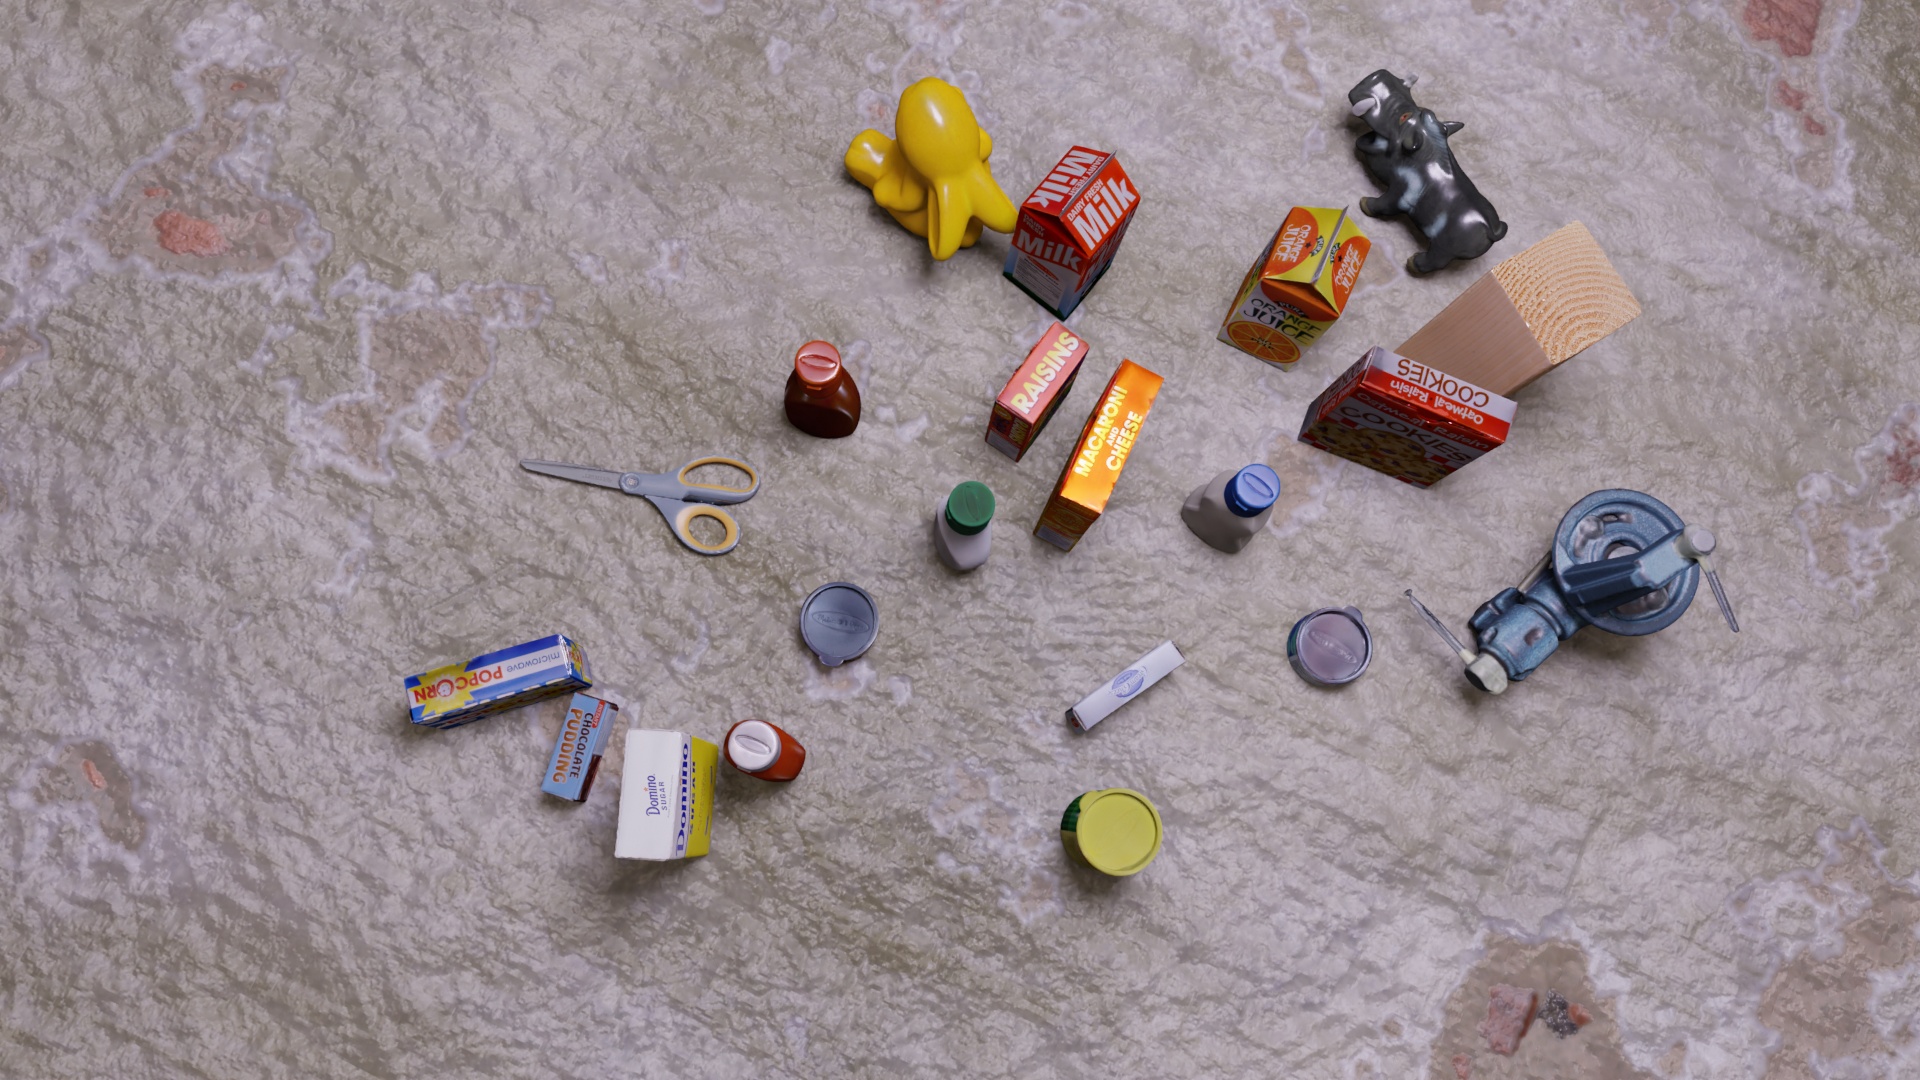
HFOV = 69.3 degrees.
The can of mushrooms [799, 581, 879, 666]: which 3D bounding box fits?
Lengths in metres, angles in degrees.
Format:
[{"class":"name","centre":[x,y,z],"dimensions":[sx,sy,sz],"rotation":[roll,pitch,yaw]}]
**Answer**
[{"class":"can of mushrooms","centre":[-0.102,0.072,1.164],"dimensions":[0.071,0.033,0.071],"rotation":[1,79,-4]}]

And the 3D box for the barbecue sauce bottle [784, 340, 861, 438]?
[{"class":"barbecue sauce bottle","centre":[-0.115,-0.124,1.144],"dimensions":[0.065,0.148,0.044],"rotation":[11,79,-1]}]

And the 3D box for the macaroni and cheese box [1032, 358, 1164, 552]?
[{"class":"macaroni and cheese box","centre":[0.109,-0.065,1.138],"dimensions":[0.040,0.166,0.124],"rotation":[26,79,1]}]

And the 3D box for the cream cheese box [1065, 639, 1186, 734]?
[{"class":"cream cheese box","centre":[0.136,0.122,1.159],"dimensions":[0.104,0.053,0.024],"rotation":[-34,83,-9]}]

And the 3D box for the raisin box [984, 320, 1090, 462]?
[{"class":"raisin box","centre":[0.063,-0.123,1.168],"dimensions":[0.040,0.123,0.086],"rotation":[36,79,3]}]

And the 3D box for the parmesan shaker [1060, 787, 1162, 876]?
[{"class":"parmesan shaker","centre":[0.117,0.230,1.111],"dimensions":[0.071,0.103,0.071],"rotation":[1,79,-4]}]

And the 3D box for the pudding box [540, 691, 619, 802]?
[{"class":"pudding box","centre":[-0.307,0.168,1.123],"dimensions":[0.030,0.049,0.084],"rotation":[17,78,0]}]

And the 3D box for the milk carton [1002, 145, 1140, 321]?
[{"class":"milk carton","centre":[0.093,-0.261,1.163],"dimensions":[0.073,0.190,0.072],"rotation":[39,79,4]}]

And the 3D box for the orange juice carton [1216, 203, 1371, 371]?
[{"class":"orange juice carton","centre":[0.283,-0.215,1.166],"dimensions":[0.073,0.192,0.072],"rotation":[26,79,2]}]

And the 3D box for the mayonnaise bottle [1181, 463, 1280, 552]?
[{"class":"mayonnaise bottle","centre":[0.227,-0.029,1.147],"dimensions":[0.065,0.148,0.041],"rotation":[39,79,4]}]

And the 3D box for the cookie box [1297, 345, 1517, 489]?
[{"class":"cookie box","centre":[0.368,-0.098,1.161],"dimensions":[0.123,0.167,0.040],"rotation":[22,79,1]}]

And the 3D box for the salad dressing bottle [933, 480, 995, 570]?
[{"class":"salad dressing bottle","centre":[0.004,-0.014,1.130],"dimensions":[0.044,0.147,0.064],"rotation":[-16,81,-6]}]

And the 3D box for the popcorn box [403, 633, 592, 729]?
[{"class":"popcorn box","centre":[-0.367,0.114,1.112],"dimensions":[0.127,0.085,0.038],"rotation":[-16,81,-7]}]

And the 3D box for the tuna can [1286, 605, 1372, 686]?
[{"class":"tuna can","centre":[0.316,0.089,1.188],"dimensions":[0.071,0.032,0.071],"rotation":[1,79,-4]}]

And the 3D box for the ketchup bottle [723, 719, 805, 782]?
[{"class":"ketchup bottle","centre":[-0.156,0.164,1.083],"dimensions":[0.065,0.148,0.043],"rotation":[21,79,1]}]
